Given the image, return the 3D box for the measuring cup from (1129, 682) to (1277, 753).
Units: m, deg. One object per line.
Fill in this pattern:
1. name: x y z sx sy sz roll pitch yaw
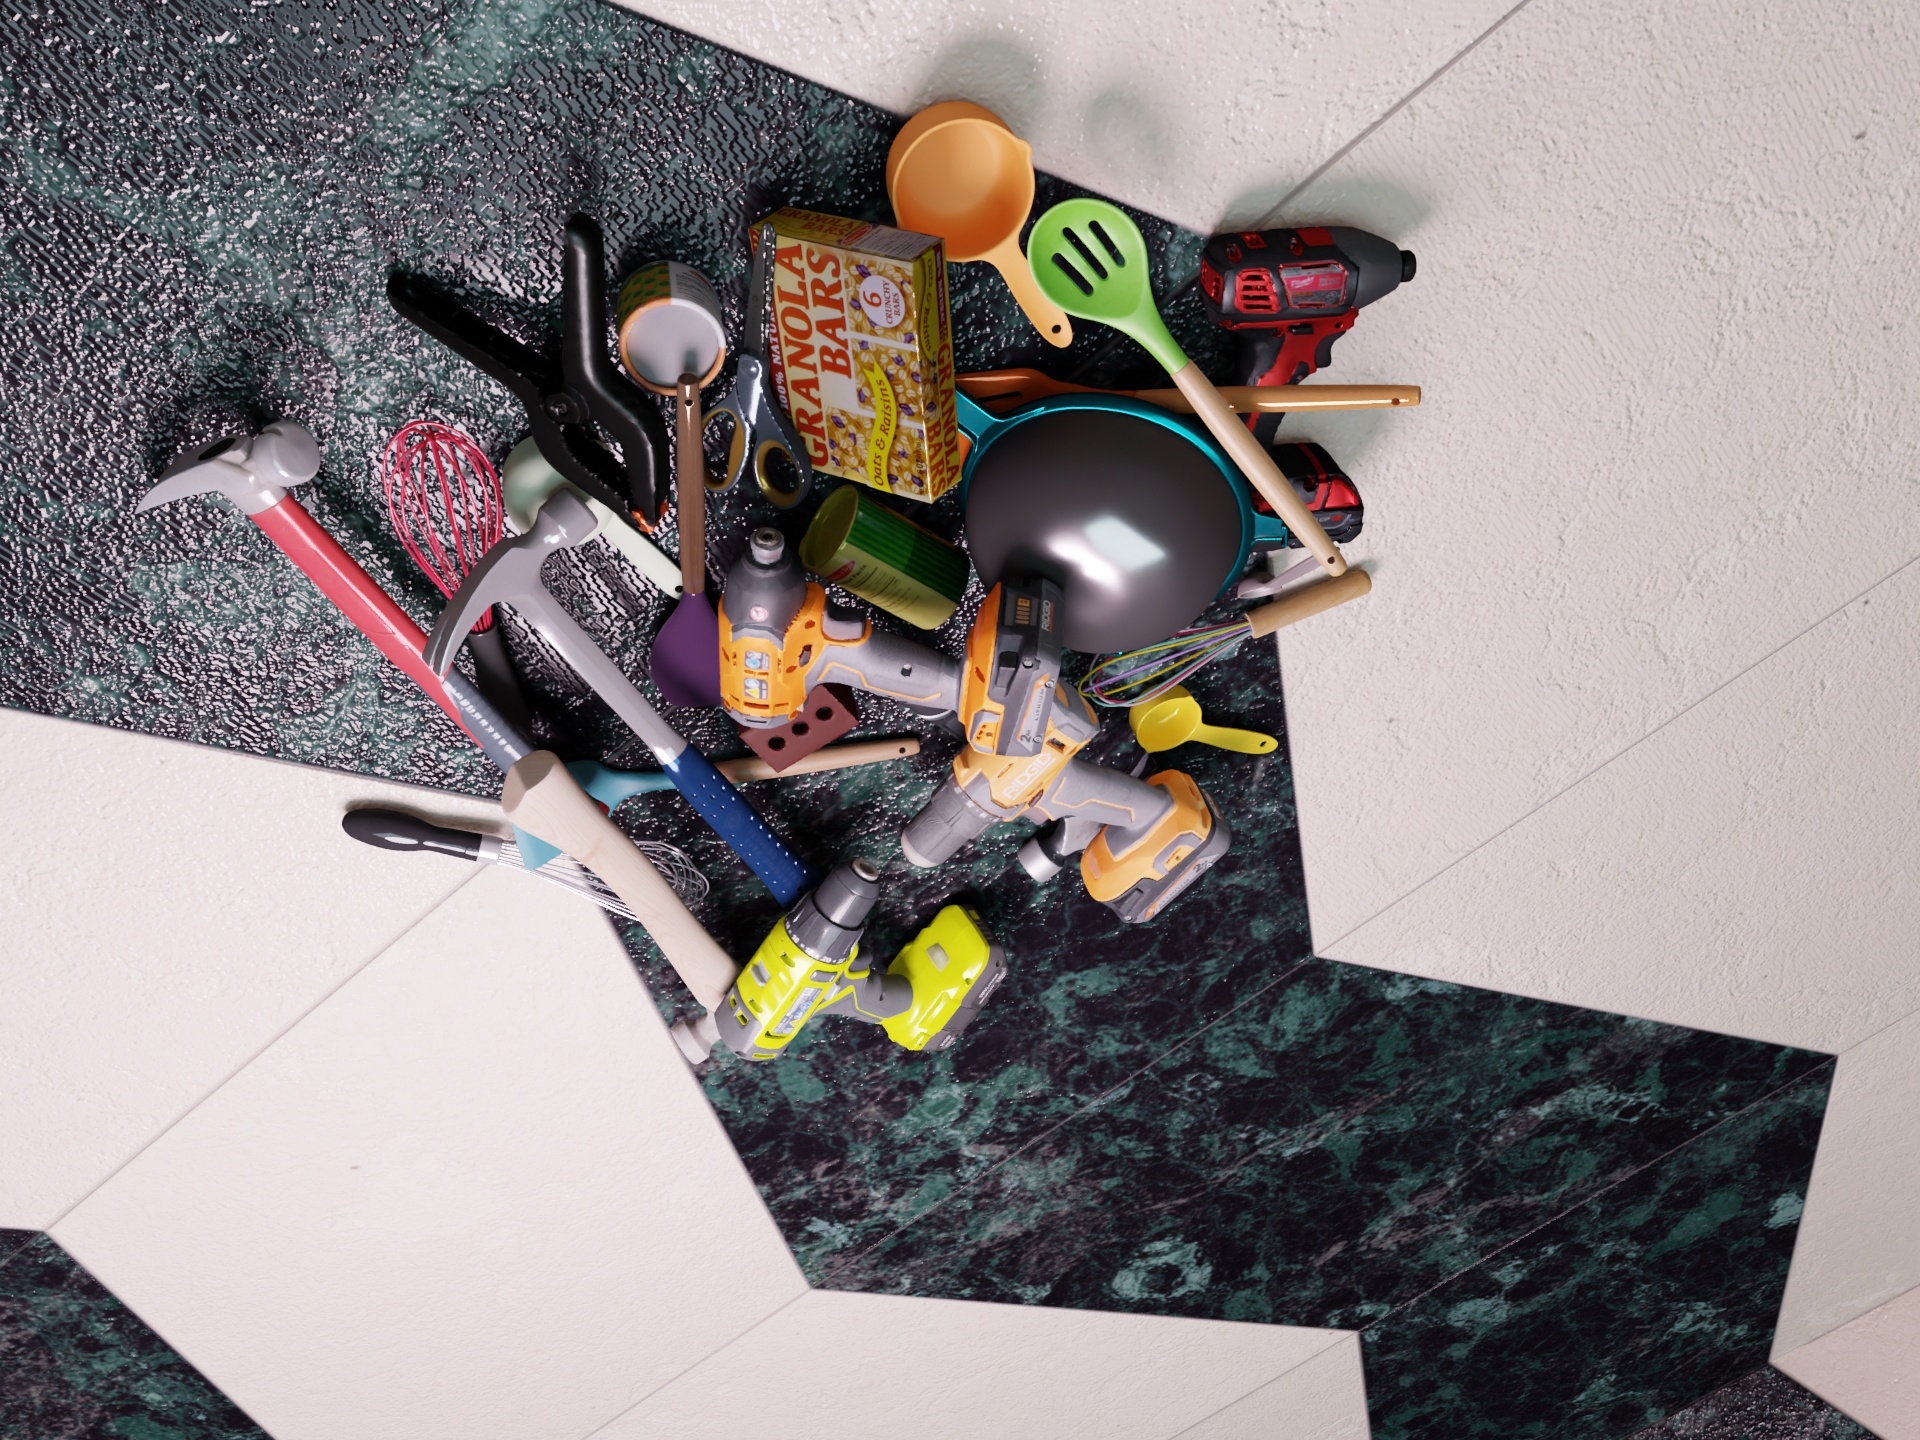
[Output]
1. measuring cup: 0.203 0.003 1.317 0.156 0.029 0.062 11 125 -36

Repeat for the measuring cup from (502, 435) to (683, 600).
1. measuring cup: -0.241 -0.126 1.089 0.083 0.038 0.167 -36 125 15

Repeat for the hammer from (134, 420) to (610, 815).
1. hammer: -0.378 -0.037 1.088 0.143 0.038 0.385 -10 134 29

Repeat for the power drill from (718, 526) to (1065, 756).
1. power drill: -0.048 -0.054 1.055 0.226 0.084 0.164 7 141 -1

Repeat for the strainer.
1. strainer: 0.042 -0.148 1.069 0.340 0.095 0.211 34 138 -21

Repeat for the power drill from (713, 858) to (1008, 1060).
1. power drill: -0.071 0.200 1.321 0.228 0.080 0.190 14 119 -46

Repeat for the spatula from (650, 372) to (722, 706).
1. spatula: -0.186 -0.110 1.093 0.059 0.018 0.315 -2 141 -10

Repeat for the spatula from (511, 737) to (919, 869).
1. spatula: -0.186 0.047 1.239 0.317 0.044 0.082 -9 113 -9

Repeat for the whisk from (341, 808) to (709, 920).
1. whisk: -0.336 0.107 1.246 0.284 0.070 0.070 14 124 -18

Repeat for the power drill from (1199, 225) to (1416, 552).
1. power drill: 0.233 -0.232 1.100 0.143 0.079 0.219 -7 126 -8

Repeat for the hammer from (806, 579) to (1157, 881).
1. hammer: -0.002 -0.004 1.226 0.149 0.036 0.408 -40 132 16

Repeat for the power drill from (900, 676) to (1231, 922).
1. power drill: 0.080 0.080 1.255 0.226 0.084 0.185 32 113 -33

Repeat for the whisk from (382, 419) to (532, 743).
1. whisk: -0.334 -0.081 1.095 0.073 0.073 0.295 -8 136 -8

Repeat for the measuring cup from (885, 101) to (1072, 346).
1. measuring cup: 0.020 -0.308 1.000 0.095 0.052 0.173 -32 130 12

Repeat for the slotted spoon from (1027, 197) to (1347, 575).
1. slotted spoon: 0.154 -0.206 1.020 0.070 0.031 0.313 -37 111 18

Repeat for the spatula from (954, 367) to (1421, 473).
1. spatula: 0.138 -0.207 1.058 0.323 0.041 0.080 3 134 23

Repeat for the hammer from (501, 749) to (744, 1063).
1. hammer: -0.222 0.137 1.209 0.146 0.038 0.410 -34 144 -7

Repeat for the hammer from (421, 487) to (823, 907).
1. hammer: -0.218 0.020 1.148 0.144 0.035 0.405 -44 134 -10

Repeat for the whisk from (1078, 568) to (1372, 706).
1. whisk: 0.207 -0.067 1.246 0.245 0.051 0.047 -21 124 0

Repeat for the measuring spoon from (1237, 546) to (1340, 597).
1. measuring spoon: 0.246 -0.115 1.190 0.034 0.018 0.124 -6 170 -22
